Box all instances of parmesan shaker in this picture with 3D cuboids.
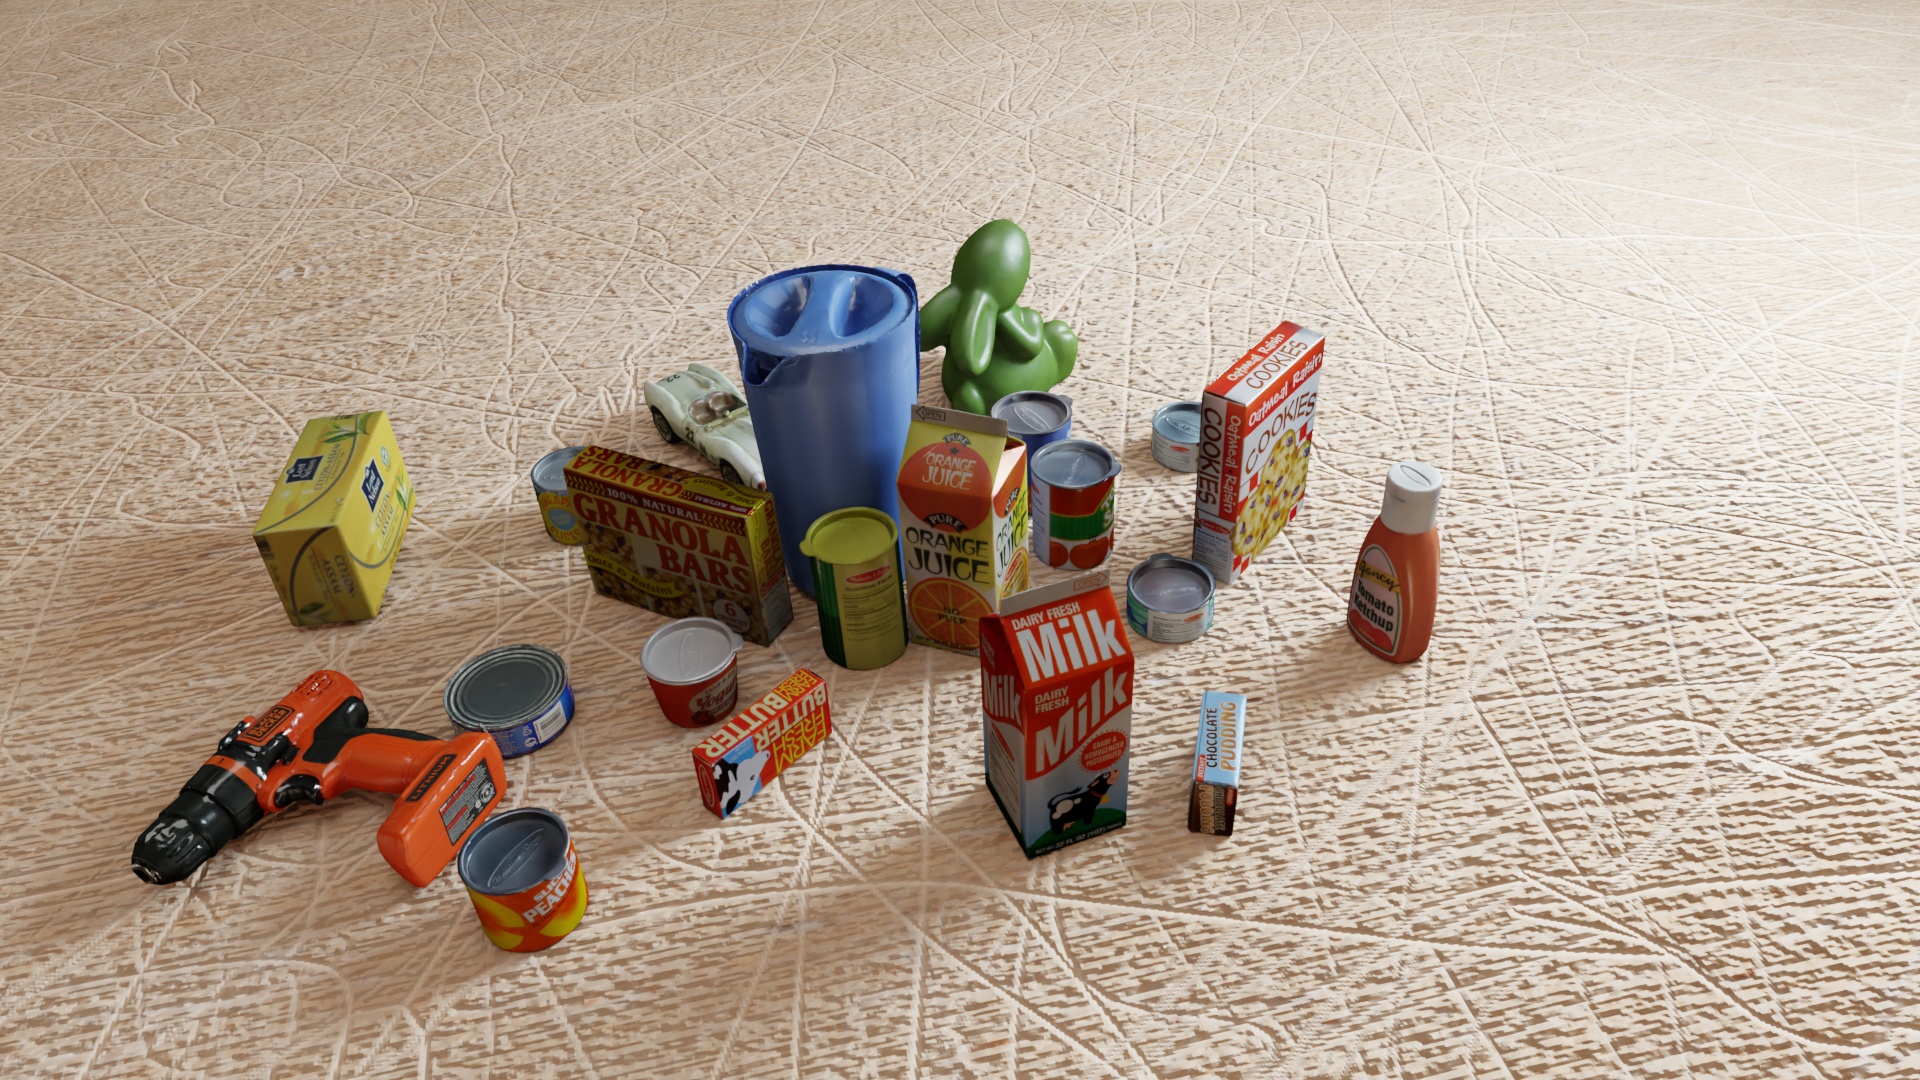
[{"bbox_3d":[-0.077,0.036,1.013,0.071,0.102,0.072,-2,38,2],"label":"parmesan shaker"}]

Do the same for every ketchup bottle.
[{"bbox_3d":[0.309,0.014,0.976,0.044,0.148,0.065,-21,41,-21],"label":"ketchup bottle"}]

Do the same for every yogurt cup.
[{"bbox_3d":[-0.189,0.096,0.985,0.072,0.053,0.073,-2,38,2],"label":"yogurt cup"}]

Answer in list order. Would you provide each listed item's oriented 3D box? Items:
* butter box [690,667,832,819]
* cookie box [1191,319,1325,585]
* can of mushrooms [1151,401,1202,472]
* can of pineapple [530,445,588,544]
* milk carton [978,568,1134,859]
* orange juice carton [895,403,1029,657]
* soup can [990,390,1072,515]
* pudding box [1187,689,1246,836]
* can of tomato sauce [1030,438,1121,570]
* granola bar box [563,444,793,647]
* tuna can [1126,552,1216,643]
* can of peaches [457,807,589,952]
[{"bbox_3d":[-0.132,0.135,0.931,0.024,0.052,0.104,26,47,33],"label":"butter box"},{"bbox_3d":[0.228,-0.068,1.072,0.040,0.166,0.123,24,45,31],"label":"cookie box"},{"bbox_3d":[0.201,-0.092,1.213,0.071,0.033,0.071,-2,38,2],"label":"can of mushrooms"},{"bbox_3d":[-0.321,-0.037,1.162,0.071,0.057,0.071,-2,38,2],"label":"can of pineapple"},{"bbox_3d":[0.058,0.099,0.852,0.072,0.189,0.074,-16,39,-15],"label":"milk carton"},{"bbox_3d":[0.004,-0.013,0.997,0.072,0.191,0.073,11,40,18],"label":"orange juice carton"},{"bbox_3d":[0.062,-0.073,1.159,0.071,0.083,0.072,-2,38,2],"label":"soup can"},{"bbox_3d":[0.167,0.143,0.901,0.030,0.049,0.084,6,39,12],"label":"pudding box"},{"bbox_3d":[0.091,-0.028,1.099,0.071,0.082,0.071,-2,38,2],"label":"can of tomato sauce"},{"bbox_3d":[-0.213,0.004,1.048,0.165,0.123,0.039,15,41,22],"label":"granola bar box"},{"bbox_3d":[0.157,0.043,1.044,0.071,0.032,0.071,-2,38,2],"label":"tuna can"},{"bbox_3d":[-0.263,0.207,0.844,0.071,0.057,0.071,-2,38,2],"label":"can of peaches"}]
